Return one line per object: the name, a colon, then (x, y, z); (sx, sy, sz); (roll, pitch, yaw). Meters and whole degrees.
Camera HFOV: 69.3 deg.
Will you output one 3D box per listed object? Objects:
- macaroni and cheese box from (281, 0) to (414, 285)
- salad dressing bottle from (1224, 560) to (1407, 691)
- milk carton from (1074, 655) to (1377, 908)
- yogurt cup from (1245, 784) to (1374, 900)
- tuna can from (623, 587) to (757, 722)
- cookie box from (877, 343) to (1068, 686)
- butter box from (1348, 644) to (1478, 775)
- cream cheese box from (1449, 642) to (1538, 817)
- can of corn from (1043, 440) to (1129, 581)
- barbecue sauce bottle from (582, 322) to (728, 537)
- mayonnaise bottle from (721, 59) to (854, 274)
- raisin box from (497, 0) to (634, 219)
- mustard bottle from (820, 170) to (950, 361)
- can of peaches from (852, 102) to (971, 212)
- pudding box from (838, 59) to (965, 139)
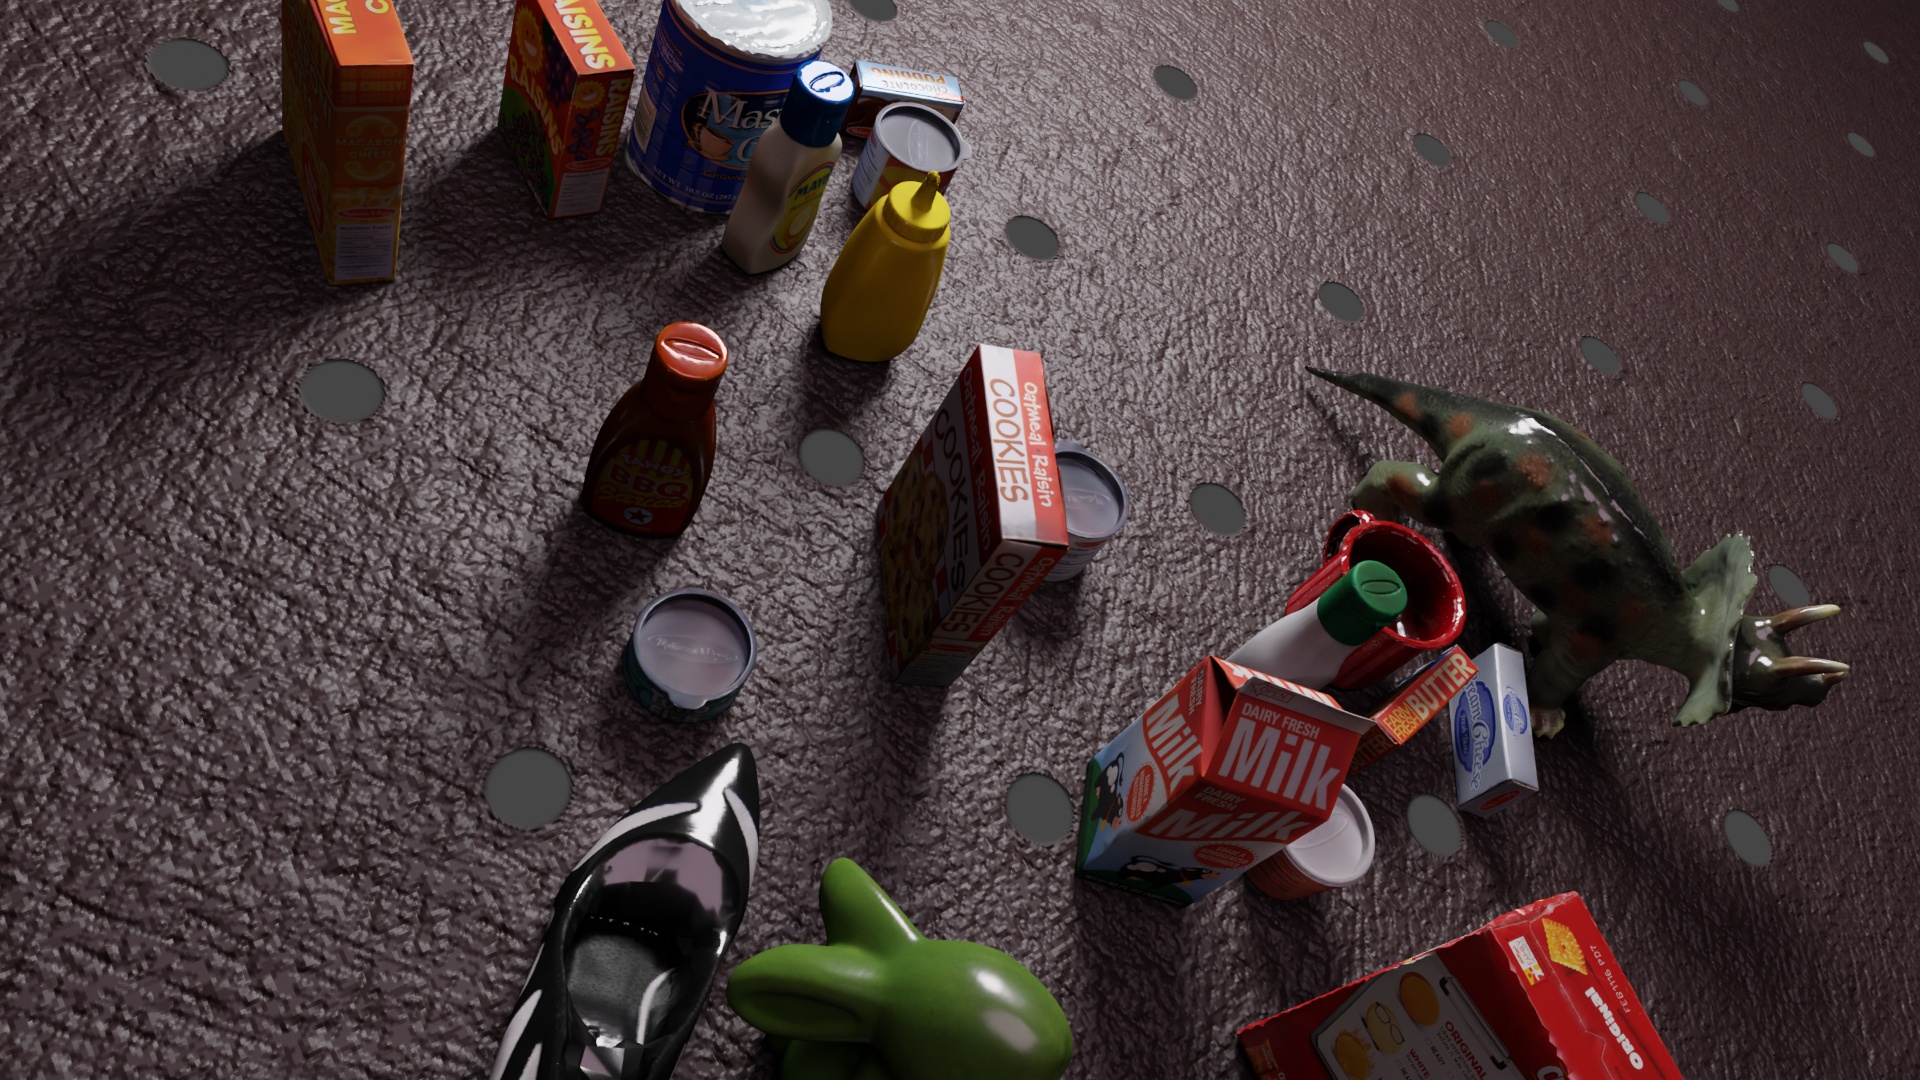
macaroni and cheese box: (-0.338, -0.240, 0.758); (0.040, 0.165, 0.124); (-12, 66, -31)
salad dressing bottle: (0.208, 0.063, 0.830); (0.064, 0.147, 0.044); (1, 60, -25)
milk carton: (0.134, 0.123, 0.729); (0.072, 0.189, 0.074); (20, 53, -13)
yogurt cup: (0.199, 0.176, 0.812); (0.072, 0.053, 0.073); (12, 55, -18)
tuna can: (-0.144, 0.064, 0.738); (0.071, 0.032, 0.071); (12, 55, -18)
cookie box: (0.003, -0.010, 0.768); (0.040, 0.166, 0.123); (7, 57, -21)
butter box: (0.287, 0.109, 0.898); (0.104, 0.053, 0.024); (-30, 76, -36)
cream cheese box: (0.350, 0.125, 0.917); (0.024, 0.053, 0.104); (19, 53, -13)
can of corn: (0.063, -0.018, 0.871); (0.071, 0.058, 0.071); (12, 55, -18)
barbecue sauce bottle: (-0.158, -0.057, 0.736); (0.065, 0.147, 0.044); (15, 55, -16)
mayonnaise bottle: (-0.106, -0.233, 0.874); (0.041, 0.147, 0.065); (45, 52, 7)
raisin box: (-0.243, -0.270, 0.850); (0.040, 0.122, 0.086); (-18, 69, -33)
mustard bottle: (-0.040, -0.174, 0.859); (0.065, 0.159, 0.049); (6, 58, -22)
can of peaches: (-0.036, -0.265, 0.985); (0.071, 0.057, 0.071); (12, 55, -18)
pudding box: (-0.045, -0.319, 1.021); (0.084, 0.049, 0.030); (1, 60, -25)
